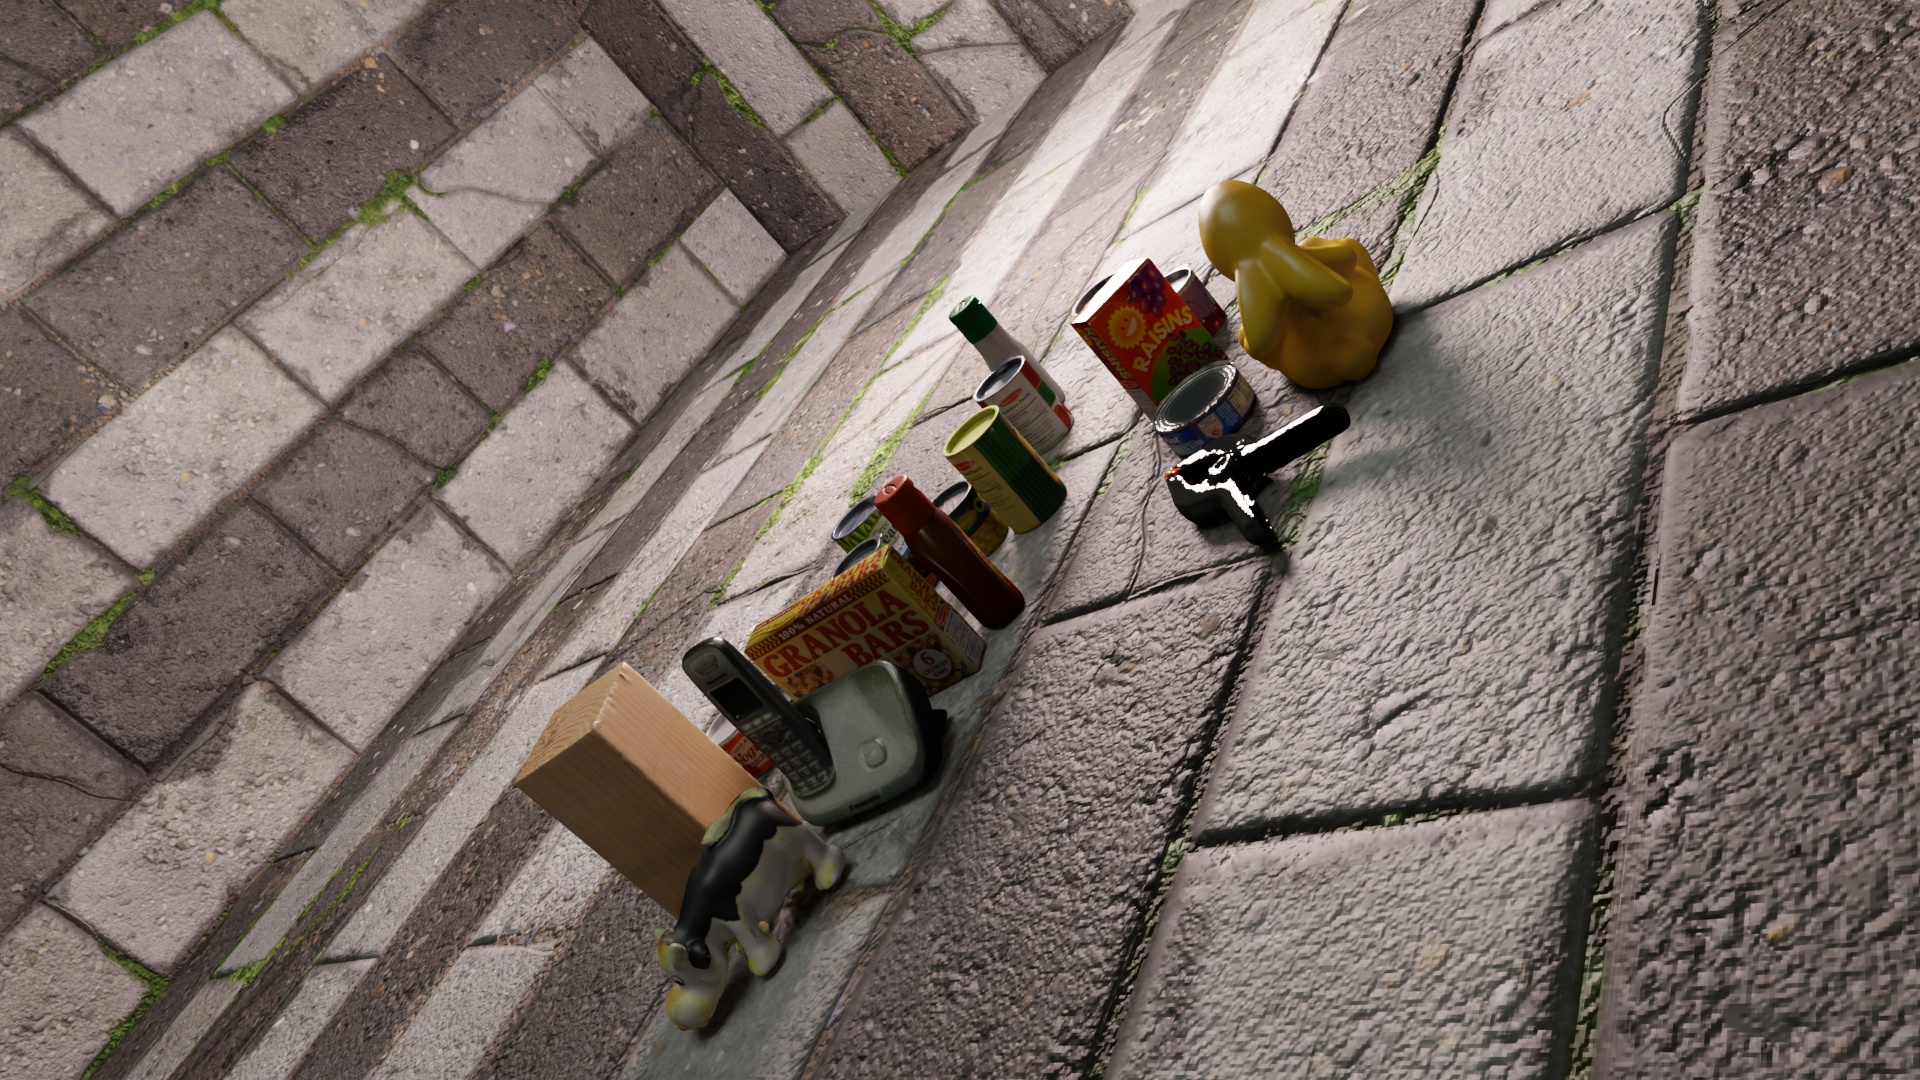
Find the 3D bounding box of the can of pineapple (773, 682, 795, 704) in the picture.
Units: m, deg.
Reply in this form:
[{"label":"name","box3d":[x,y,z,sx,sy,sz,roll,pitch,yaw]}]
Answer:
[{"label":"can of pineapple","box3d":[-0.148,0.160,1.242,0.071,0.057,0.071,-37,21,17]}]

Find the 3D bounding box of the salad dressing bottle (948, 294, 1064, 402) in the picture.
[{"label":"salad dressing bottle","box3d":[0.048,-0.191,1.453,0.044,0.147,0.064,-35,21,22]}]

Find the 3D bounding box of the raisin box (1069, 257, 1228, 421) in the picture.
[{"label":"raisin box","box3d":[0.168,-0.178,1.237,0.086,0.123,0.040,-47,20,-11]}]

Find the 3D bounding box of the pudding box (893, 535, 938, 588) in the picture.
[{"label":"pudding box","box3d":[-0.042,0.019,1.339,0.030,0.049,0.084,-21,29,46]}]

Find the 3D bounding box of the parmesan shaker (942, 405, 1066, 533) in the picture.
[{"label":"parmesan shaker","box3d":[0.040,-0.064,1.278,0.071,0.103,0.071,-37,21,17]}]

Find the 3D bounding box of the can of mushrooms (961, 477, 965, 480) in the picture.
[{"label":"can of mushrooms","box3d":[0.029,-0.053,1.376,0.071,0.033,0.071,-37,21,17]}]

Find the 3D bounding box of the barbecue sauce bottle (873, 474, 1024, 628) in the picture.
[{"label":"barbecue sauce bottle","box3d":[-0.011,0.009,1.160,0.044,0.148,0.065,-45,20,-5]}]

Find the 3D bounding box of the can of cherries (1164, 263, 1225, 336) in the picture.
[{"label":"can of cherries","box3d":[0.214,-0.222,1.336,0.071,0.058,0.072,-37,21,17]}]

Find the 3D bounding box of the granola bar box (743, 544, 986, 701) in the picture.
[{"label":"granola bar box","box3d":[-0.080,0.089,1.164,0.165,0.124,0.039,-31,23,30]}]

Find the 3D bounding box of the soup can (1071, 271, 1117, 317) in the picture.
[{"label":"soup can","box3d":[0.164,-0.216,1.380,0.071,0.083,0.071,-37,21,17]}]

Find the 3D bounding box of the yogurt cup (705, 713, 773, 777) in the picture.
[{"label":"yogurt cup","box3d":[-0.198,0.184,1.293,0.072,0.054,0.073,-37,21,17]}]

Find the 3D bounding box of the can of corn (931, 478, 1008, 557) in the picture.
[{"label":"can of corn","box3d":[0.005,-0.016,1.312,0.071,0.058,0.071,-37,21,17]}]

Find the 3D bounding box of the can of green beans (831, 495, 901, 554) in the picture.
[{"label":"can of green beans","box3d":[-0.094,-0.005,1.472,0.071,0.057,0.071,-37,21,17]}]

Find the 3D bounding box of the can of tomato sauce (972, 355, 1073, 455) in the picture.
[{"label":"can of tomato sauce","box3d":[0.064,-0.135,1.403,0.071,0.083,0.071,-37,21,17]}]

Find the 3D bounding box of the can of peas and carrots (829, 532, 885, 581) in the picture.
[{"label":"can of peas and carrots","box3d":[-0.084,0.038,1.368,0.071,0.058,0.071,-37,21,17]}]
